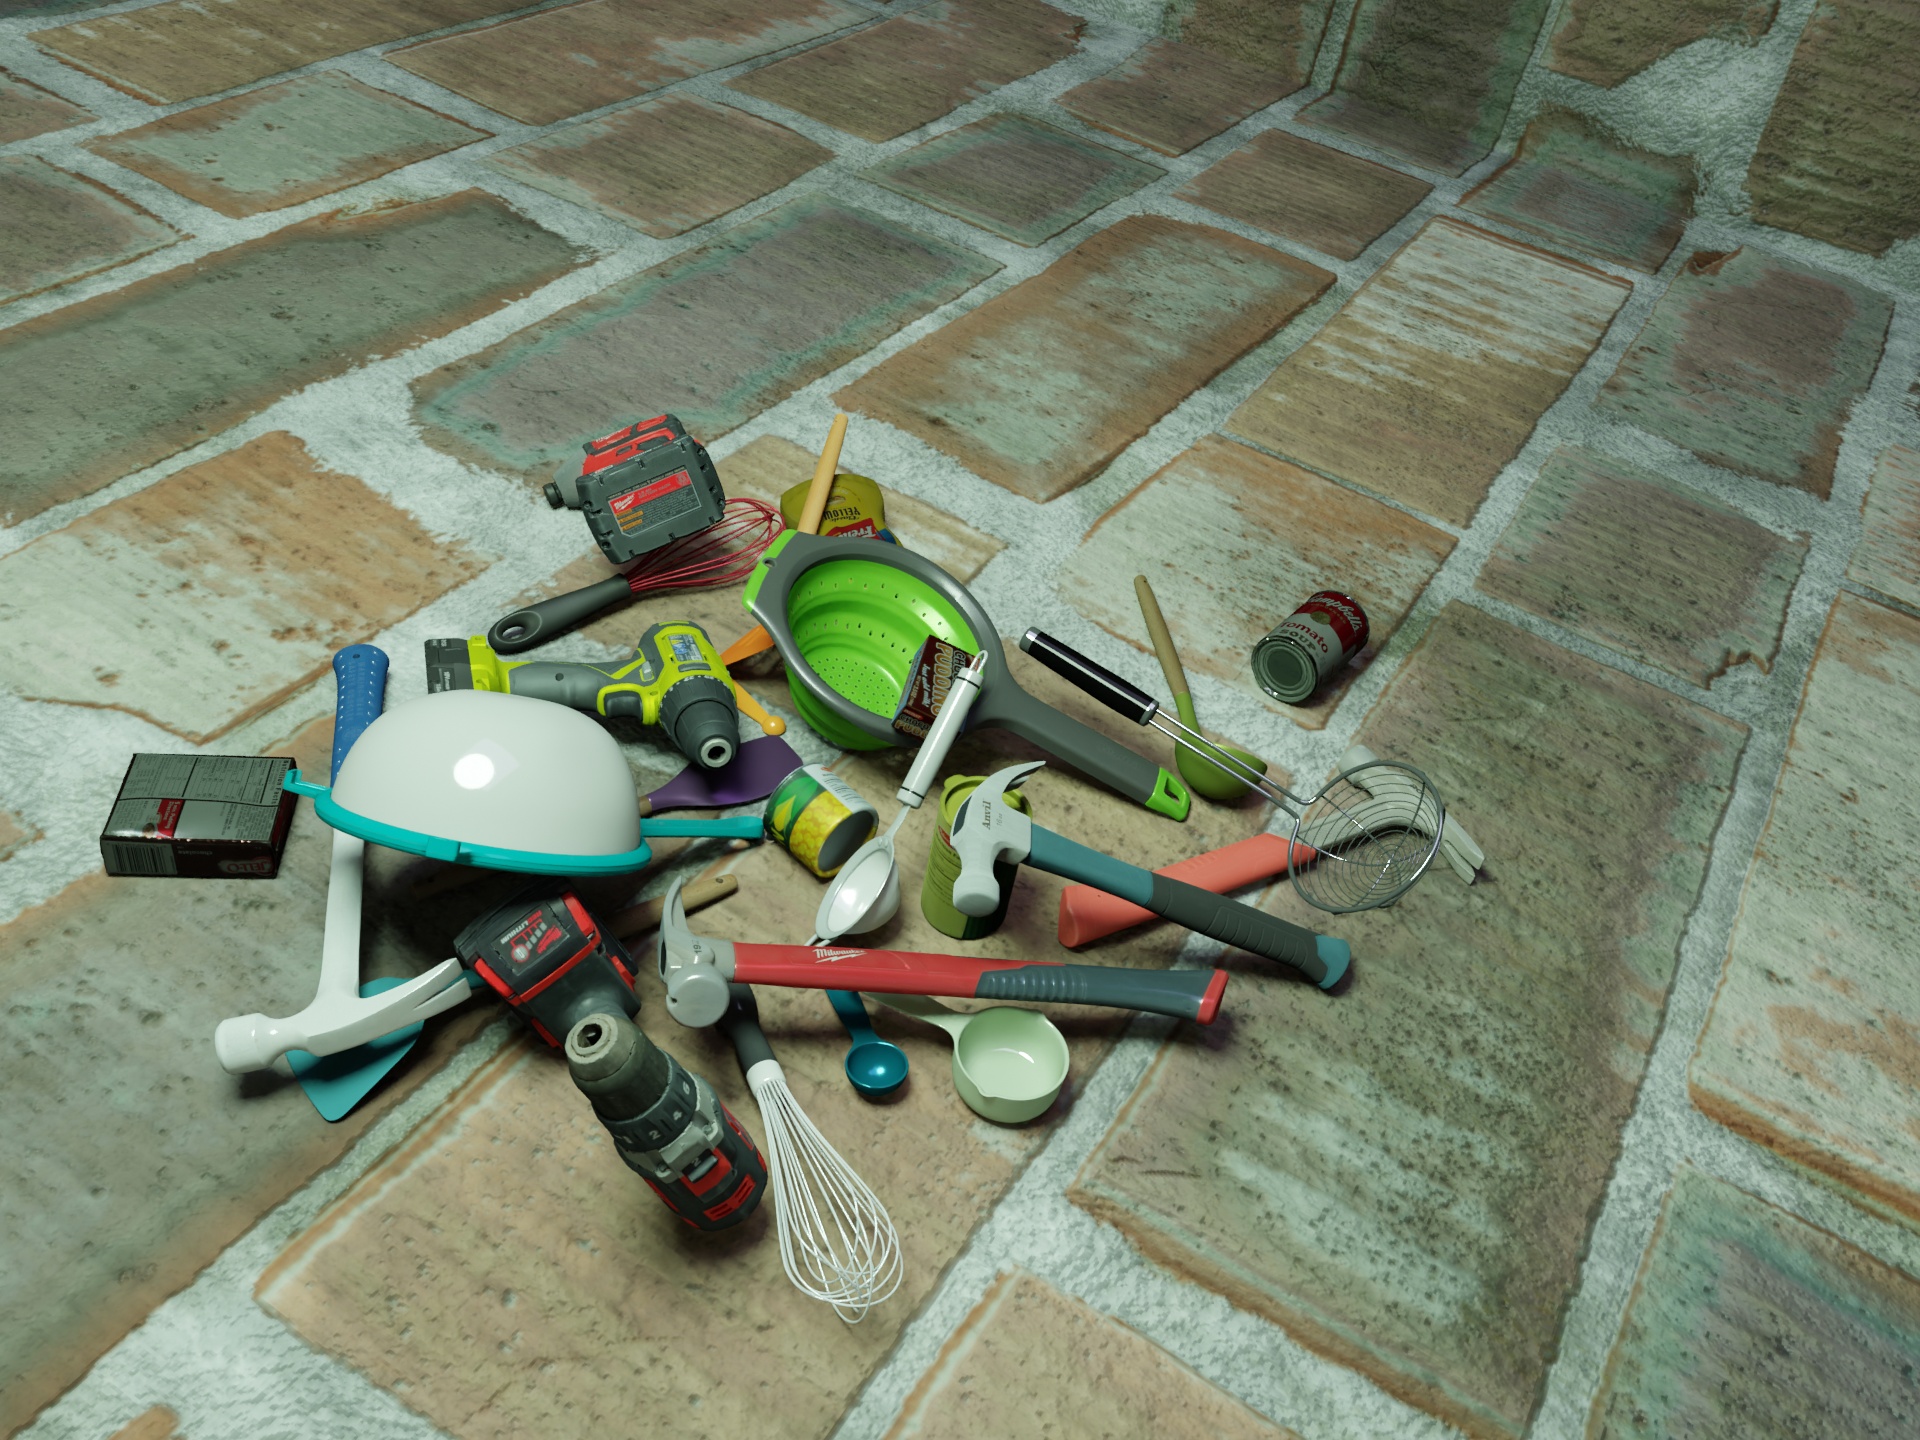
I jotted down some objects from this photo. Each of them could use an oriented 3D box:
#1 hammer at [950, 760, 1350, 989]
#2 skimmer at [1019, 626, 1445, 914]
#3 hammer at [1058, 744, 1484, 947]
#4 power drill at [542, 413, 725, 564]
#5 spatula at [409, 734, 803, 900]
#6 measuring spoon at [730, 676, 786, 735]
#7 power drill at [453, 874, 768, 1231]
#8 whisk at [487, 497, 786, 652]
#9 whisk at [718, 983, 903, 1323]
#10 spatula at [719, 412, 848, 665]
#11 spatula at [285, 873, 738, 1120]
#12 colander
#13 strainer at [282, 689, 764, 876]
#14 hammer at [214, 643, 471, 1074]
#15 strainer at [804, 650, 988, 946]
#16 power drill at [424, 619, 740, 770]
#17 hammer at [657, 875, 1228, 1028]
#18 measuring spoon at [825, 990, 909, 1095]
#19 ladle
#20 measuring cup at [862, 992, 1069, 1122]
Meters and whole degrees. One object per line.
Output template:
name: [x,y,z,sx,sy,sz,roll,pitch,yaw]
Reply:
hammer: [0.140,0.123,1.111,0.330,0.033,0.128,23,45,-22]
skimmer: [0.194,0.018,1.215,0.363,0.090,0.127,33,84,17]
hammer: [0.233,0.114,1.233,0.359,0.036,0.149,-15,47,-28]
power drill: [-0.295,-0.213,1.417,0.143,0.078,0.220,-25,25,-11]
spatula: [-0.255,0.073,1.185,0.316,0.018,0.060,-21,50,-33]
measuring spoon: [-0.185,-0.024,1.317,0.021,0.011,0.117,-28,53,-37]
power drill: [-0.211,0.182,0.930,0.080,0.187,0.227,-38,48,-14]
whisk: [-0.276,-0.125,1.384,0.296,0.073,0.073,-29,54,-30]
whisk: [-0.110,0.249,0.989,0.070,0.070,0.285,-10,39,-23]
spatula: [-0.144,-0.165,1.406,0.081,0.041,0.323,-18,44,34]
spatula: [-0.286,0.165,1.069,0.317,0.044,0.082,-19,47,-37]
colander: [-0.002,-0.004,1.293,0.397,0.094,0.205,29,44,-6]
strainer: [-0.255,0.035,1.070,0.211,0.095,0.340,14,5,40]
hammer: [-0.419,0.072,1.107,0.144,0.035,0.406,-12,39,-9]
strainer: [-0.038,0.064,1.141,0.050,0.258,0.087,30,-9,-23]
power drill: [-0.283,-0.011,1.207,0.228,0.080,0.191,-5,27,-18]
hammer: [-0.006,0.163,1.062,0.386,0.038,0.143,7,19,-17]
measuring spoon: [-0.071,0.209,1.075,0.042,0.021,0.129,-8,35,-21]
ladle: [0.197,-0.044,1.395,0.078,0.062,0.320,22,32,-24]
measuring cup: [-0.008,0.213,1.065,0.168,0.038,0.083,23,42,17]
